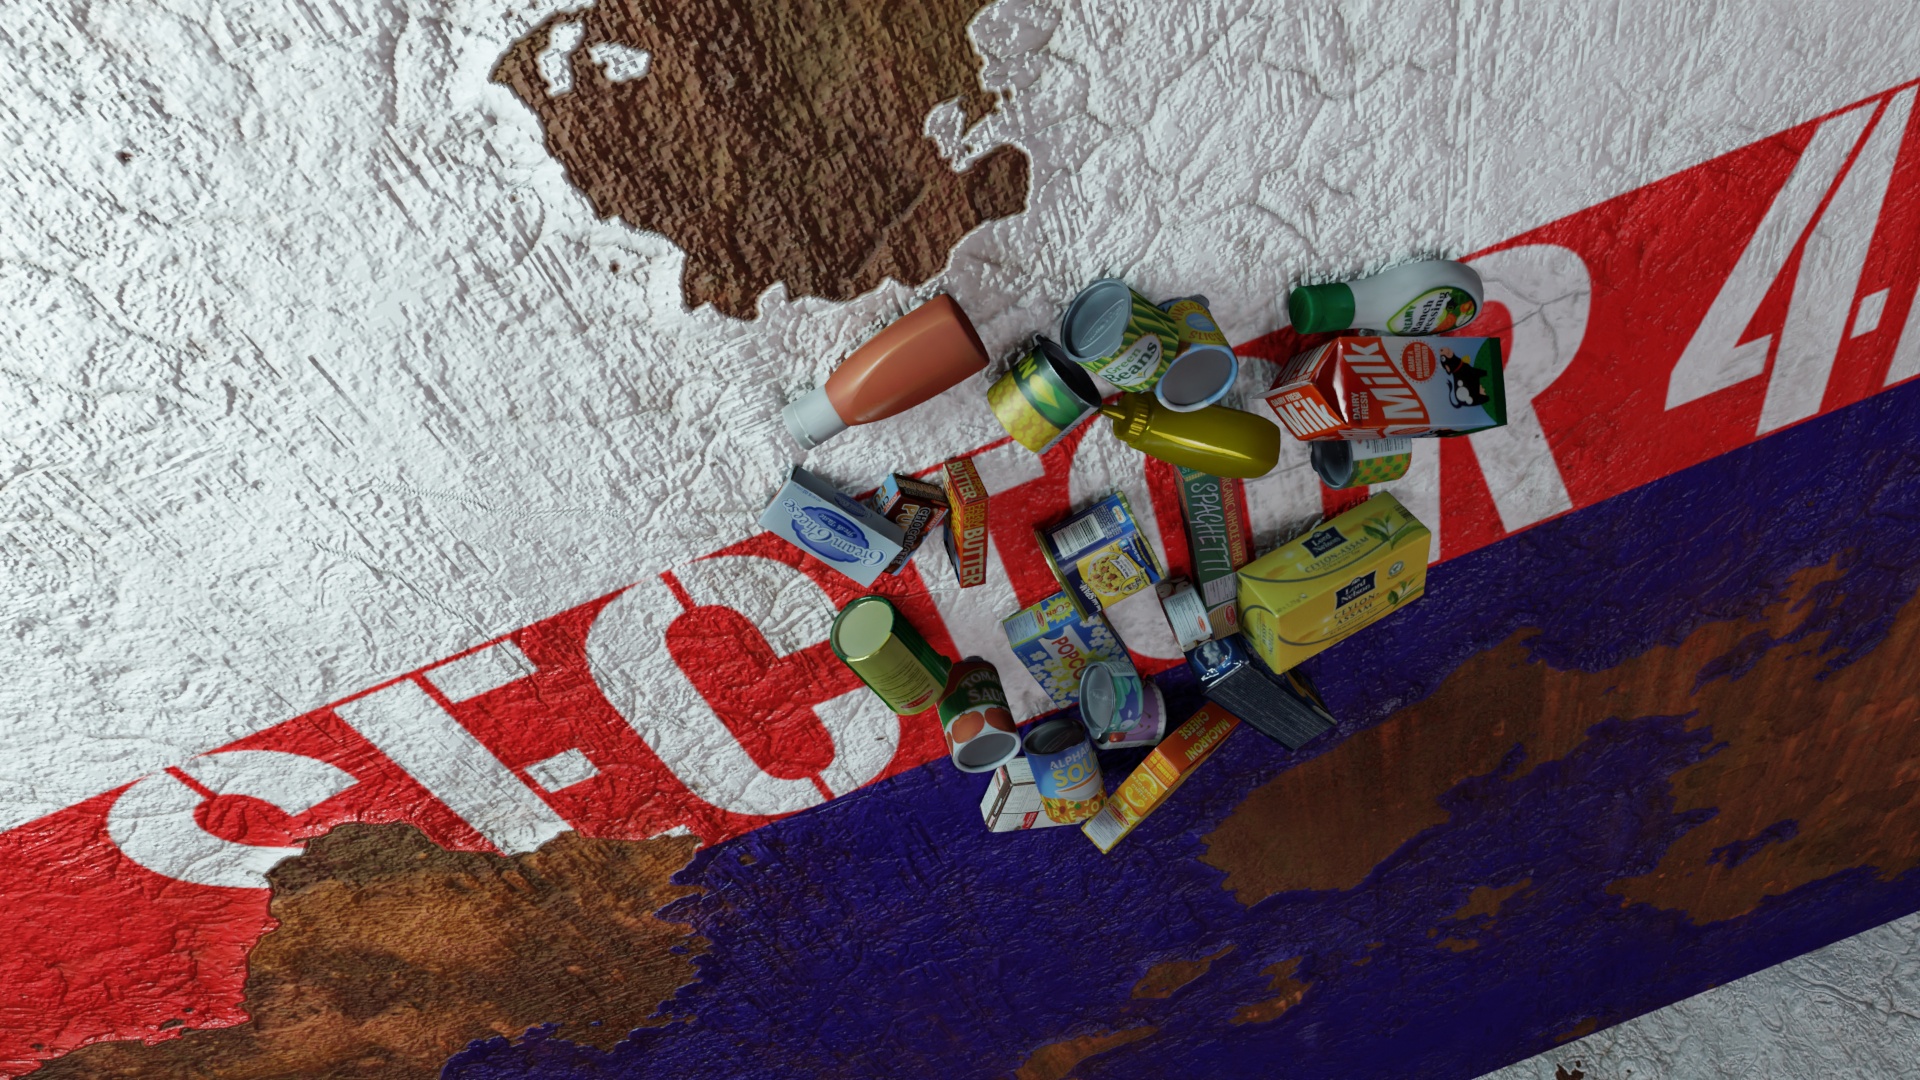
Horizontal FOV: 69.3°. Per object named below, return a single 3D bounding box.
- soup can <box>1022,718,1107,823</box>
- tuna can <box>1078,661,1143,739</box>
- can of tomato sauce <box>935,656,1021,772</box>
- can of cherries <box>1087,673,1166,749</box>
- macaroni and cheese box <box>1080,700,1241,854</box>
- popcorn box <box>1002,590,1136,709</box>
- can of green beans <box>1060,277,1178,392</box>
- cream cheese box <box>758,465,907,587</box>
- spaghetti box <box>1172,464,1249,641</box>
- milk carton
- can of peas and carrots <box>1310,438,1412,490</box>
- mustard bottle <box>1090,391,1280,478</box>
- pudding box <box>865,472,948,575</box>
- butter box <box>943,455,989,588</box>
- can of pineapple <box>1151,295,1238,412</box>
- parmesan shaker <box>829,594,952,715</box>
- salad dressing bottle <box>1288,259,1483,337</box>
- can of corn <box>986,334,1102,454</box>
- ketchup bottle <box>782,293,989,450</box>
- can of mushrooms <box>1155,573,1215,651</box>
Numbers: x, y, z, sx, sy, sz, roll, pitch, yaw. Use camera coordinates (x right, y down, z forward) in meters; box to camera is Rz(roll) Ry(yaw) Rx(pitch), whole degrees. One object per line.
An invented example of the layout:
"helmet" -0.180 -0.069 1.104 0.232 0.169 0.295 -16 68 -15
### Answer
"soup can" 0.107 0.231 1.391 0.071 0.071 0.083 -19 108 -1
"tuna can" 0.138 0.146 1.276 0.033 0.071 0.070 1 135 -24
"can of tomato sauce" 0.016 0.163 1.295 0.071 0.083 0.070 -11 139 -10
"can of cherries" 0.163 0.170 1.379 0.058 0.072 0.071 -2 136 -19
"macaroni and cheese box" 0.209 0.243 1.438 0.124 0.040 0.165 -30 160 -43
"popcorn box" 0.103 0.100 1.297 0.085 0.038 0.126 -27 139 9
"can of green beans" 0.116 -0.148 1.008 0.058 0.071 0.071 25 122 -40
"cream cheese box" -0.099 -0.010 1.079 0.104 0.024 0.053 31 123 -16
"spaghetti box" 0.231 0.006 1.252 0.050 0.029 0.248 -21 139 0
"milk carton" 0.330 -0.119 1.099 0.191 0.073 0.072 -2 176 -18
"can of peas and carrots" 0.338 -0.078 1.176 0.059 0.071 0.070 -9 138 -13
"mustard bottle" 0.174 -0.088 1.102 0.160 0.049 0.065 13 165 -19
"pudding box" -0.053 -0.012 1.117 0.050 0.030 0.083 15 128 -34
"butter box" 0.004 -0.014 1.120 0.024 0.053 0.103 -12 139 -12
"can of pineapple" 0.169 -0.140 1.044 0.071 0.058 0.070 -11 138 -10
"parmesan shaker" -0.059 0.098 1.209 0.071 0.071 0.102 -28 138 9
"salad dressing bottle" 0.327 -0.184 1.071 0.148 0.044 0.064 -7 145 -14
"can of corn" 0.060 -0.108 1.032 0.058 0.071 0.071 -41 135 23
"ketchup bottle" -0.056 -0.115 0.993 0.148 0.044 0.064 -29 138 11
"can of mushrooms" 0.207 0.067 1.283 0.033 0.071 0.070 -23 139 3
